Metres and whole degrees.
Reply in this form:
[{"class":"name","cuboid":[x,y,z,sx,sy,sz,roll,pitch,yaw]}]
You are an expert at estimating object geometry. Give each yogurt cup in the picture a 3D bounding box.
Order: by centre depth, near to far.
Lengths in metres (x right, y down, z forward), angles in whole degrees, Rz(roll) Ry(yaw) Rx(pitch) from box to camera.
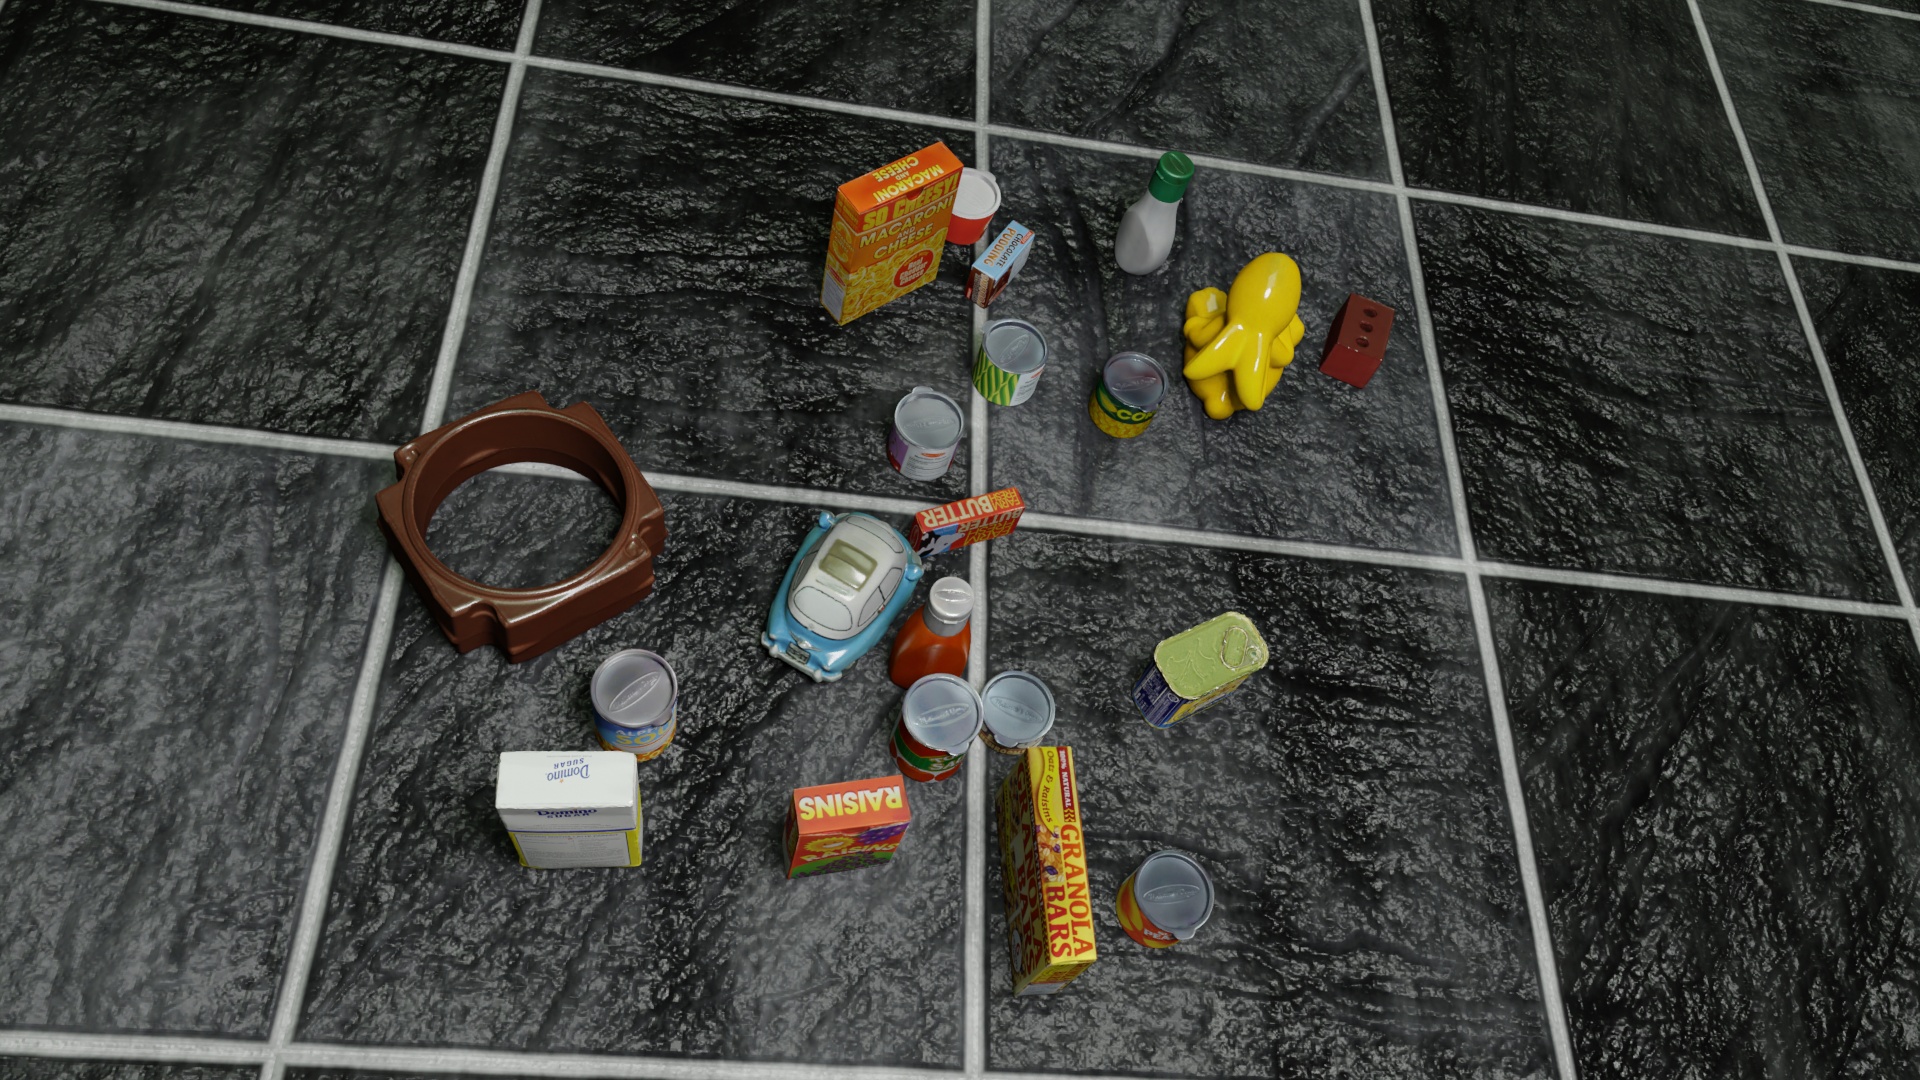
[{"class":"yogurt cup","cuboid":[0.004,-0.347,1.454,0.072,0.053,0.073,5,60,-9]}]

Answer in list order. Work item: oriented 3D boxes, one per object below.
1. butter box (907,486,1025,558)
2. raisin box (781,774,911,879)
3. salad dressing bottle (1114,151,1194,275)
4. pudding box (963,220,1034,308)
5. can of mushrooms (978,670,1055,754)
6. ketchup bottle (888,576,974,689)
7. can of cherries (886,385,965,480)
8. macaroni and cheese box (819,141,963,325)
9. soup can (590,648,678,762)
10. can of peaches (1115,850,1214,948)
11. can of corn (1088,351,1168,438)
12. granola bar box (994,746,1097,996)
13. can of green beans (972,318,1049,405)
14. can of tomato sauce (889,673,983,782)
[{"class":"butter box","cuboid":[0.005,-0.016,1.268,0.104,0.053,0.024,-15,66,-20]},{"class":"raisin box","cuboid":[-0.091,0.223,1.073,0.086,0.122,0.040,-4,63,-14]},{"class":"salad dressing bottle","cuboid":[0.201,-0.337,1.436,0.044,0.147,0.064,-21,68,-22]},{"class":"pudding box","cuboid":[0.040,-0.284,1.429,0.030,0.049,0.084,33,60,7]},{"class":"can of mushrooms","cuboid":[0.045,0.151,1.195,0.071,0.033,0.071,5,60,-9]},{"class":"ketchup bottle","cuboid":[-0.019,0.080,1.154,0.065,0.148,0.044,5,61,-9]},{"class":"can of cherries","cuboid":[-0.033,-0.100,1.304,0.071,0.058,0.072,5,60,-9]},{"class":"macaroni and cheese box","cuboid":[-0.068,-0.294,1.343,0.124,0.165,0.040,-32,72,-25]},{"class":"soup can","cuboid":[-0.258,0.135,1.109,0.071,0.083,0.071,5,60,-9]},{"class":"can of peaches","cuboid":[0.165,0.294,1.126,0.071,0.057,0.071,5,60,-9]},{"class":"can of corn","cuboid":[0.166,-0.141,1.370,0.071,0.058,0.071,5,60,-9]},{"class":"granola bar box","cuboid":[0.065,0.259,1.086,0.039,0.123,0.166,1,61,-12]},{"class":"can of green beans","cuboid":[0.048,-0.175,1.364,0.071,0.057,0.071,5,60,-9]},{"class":"can of tomato sauce","cuboid":[-0.020,0.158,1.148,0.071,0.082,0.071,5,60,-9]}]
